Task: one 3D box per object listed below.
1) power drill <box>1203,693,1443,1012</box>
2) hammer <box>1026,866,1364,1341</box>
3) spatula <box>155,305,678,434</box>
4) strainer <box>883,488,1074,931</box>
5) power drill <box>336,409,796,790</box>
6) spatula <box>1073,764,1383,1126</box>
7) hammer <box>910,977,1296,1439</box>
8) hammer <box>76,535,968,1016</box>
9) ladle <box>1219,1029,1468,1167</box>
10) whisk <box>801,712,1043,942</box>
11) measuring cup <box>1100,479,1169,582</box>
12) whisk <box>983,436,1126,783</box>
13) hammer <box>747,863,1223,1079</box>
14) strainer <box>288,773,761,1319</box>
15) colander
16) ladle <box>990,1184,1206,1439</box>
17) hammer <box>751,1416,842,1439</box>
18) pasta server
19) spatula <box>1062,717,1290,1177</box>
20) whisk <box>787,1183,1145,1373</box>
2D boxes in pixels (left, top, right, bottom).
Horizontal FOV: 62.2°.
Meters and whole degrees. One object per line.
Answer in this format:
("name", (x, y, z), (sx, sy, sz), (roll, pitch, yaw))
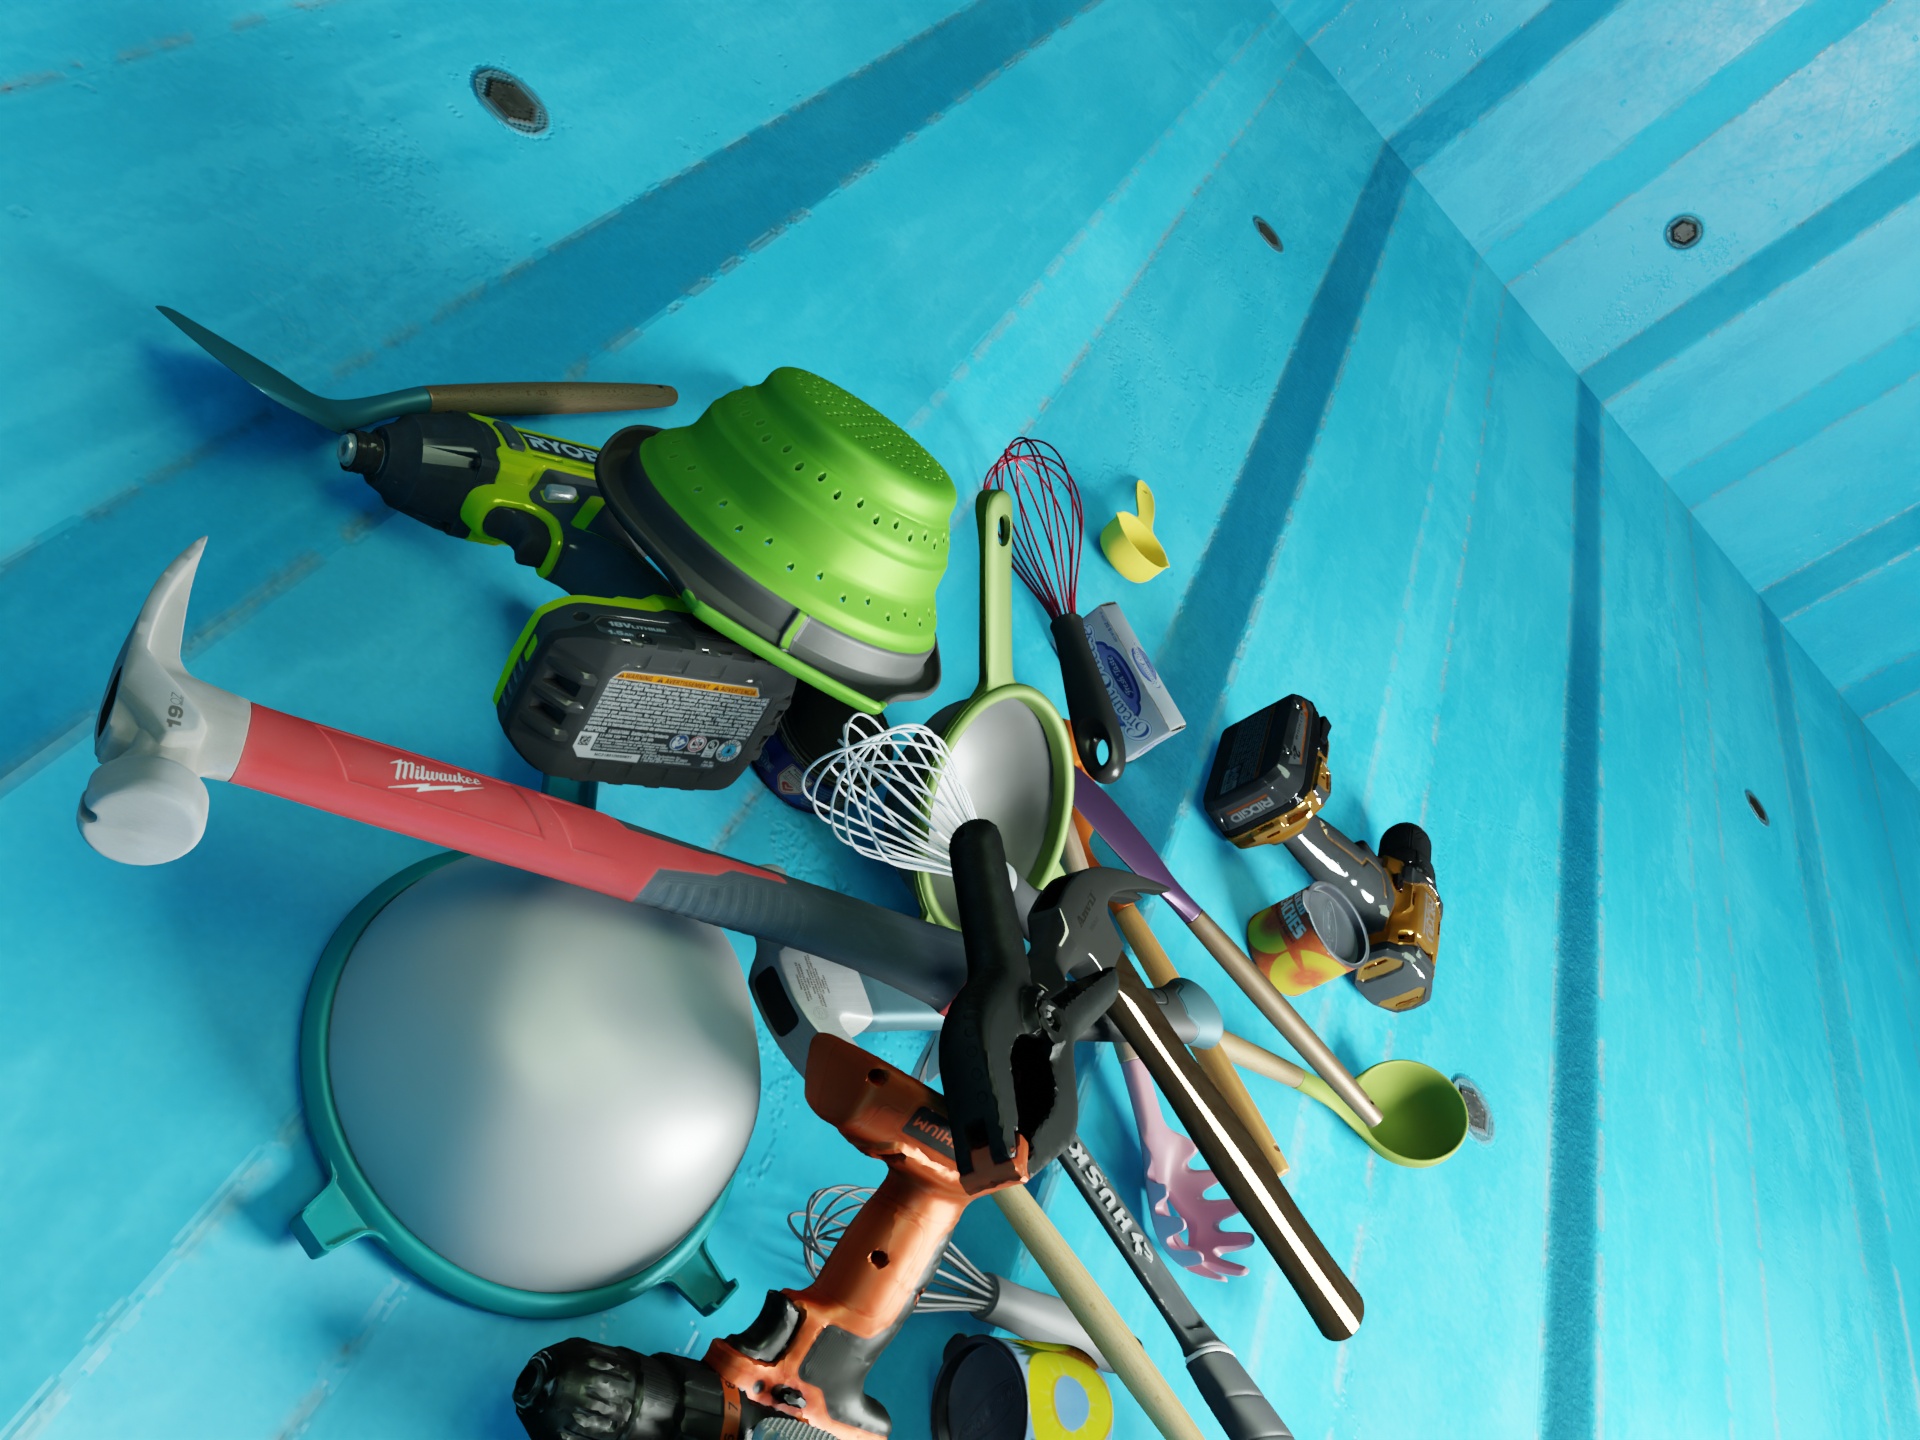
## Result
("power drill", (0.291, 0.087, 1.218), (0.226, 0.084, 0.185), (48, 36, -15))
("hammer", (0.135, 0.215, 0.863), (0.331, 0.031, 0.130), (56, 39, -20))
("spatula", (-0.261, -0.180, 0.846), (0.082, 0.044, 0.317), (36, 28, 23))
("strainer", (-0.001, -0.003, 0.899), (0.151, 0.069, 0.256), (-16, 111, -51))
("power drill", (-0.190, -0.069, 0.765), (0.171, 0.080, 0.223), (8, 33, -45))
("spatula", (0.165, 0.142, 1.012), (0.316, 0.018, 0.060), (48, 22, -6))
("hammer", (0.115, 0.311, 0.814), (0.409, 0.036, 0.149), (55, 29, 16))
("hammer", (-0.143, 0.045, 0.656), (0.386, 0.038, 0.143), (23, 32, -32))
("ladle", (0.210, 0.220, 1.039), (0.320, 0.062, 0.078), (28, 42, -27))
("whisk", (0.003, 0.071, 0.822), (0.284, 0.070, 0.070), (46, 28, -55))
("measuring cup", (0.141, -0.159, 1.301), (0.062, 0.029, 0.157), (43, 26, -15))
("whisk", (0.069, -0.082, 1.103), (0.073, 0.073, 0.296), (18, 46, -39))
("hammer", (0.029, 0.149, 0.832), (0.330, 0.033, 0.128), (13, 44, -44))
("strainer", (-0.160, 0.080, 0.706), (0.210, 0.095, 0.341), (24, 47, -34))
("colander", (-0.082, -0.146, 0.861), (0.204, 0.094, 0.397), (30, 19, -22))
("ladle", (0.093, 0.323, 0.751), (0.315, 0.031, 0.069), (53, -2, 12))
("hammer", (0.048, 0.401, 0.703), (0.410, 0.038, 0.146), (27, 74, -40))
("pasta server", (0.100, 0.174, 0.947), (0.060, 0.040, 0.316), (5, 63, -47))
("spatula", (0.121, 0.134, 0.993), (0.081, 0.041, 0.323), (10, 43, -51))
("whisk", (0.010, 0.281, 0.779), (0.238, 0.055, 0.055), (34, 40, -32))
